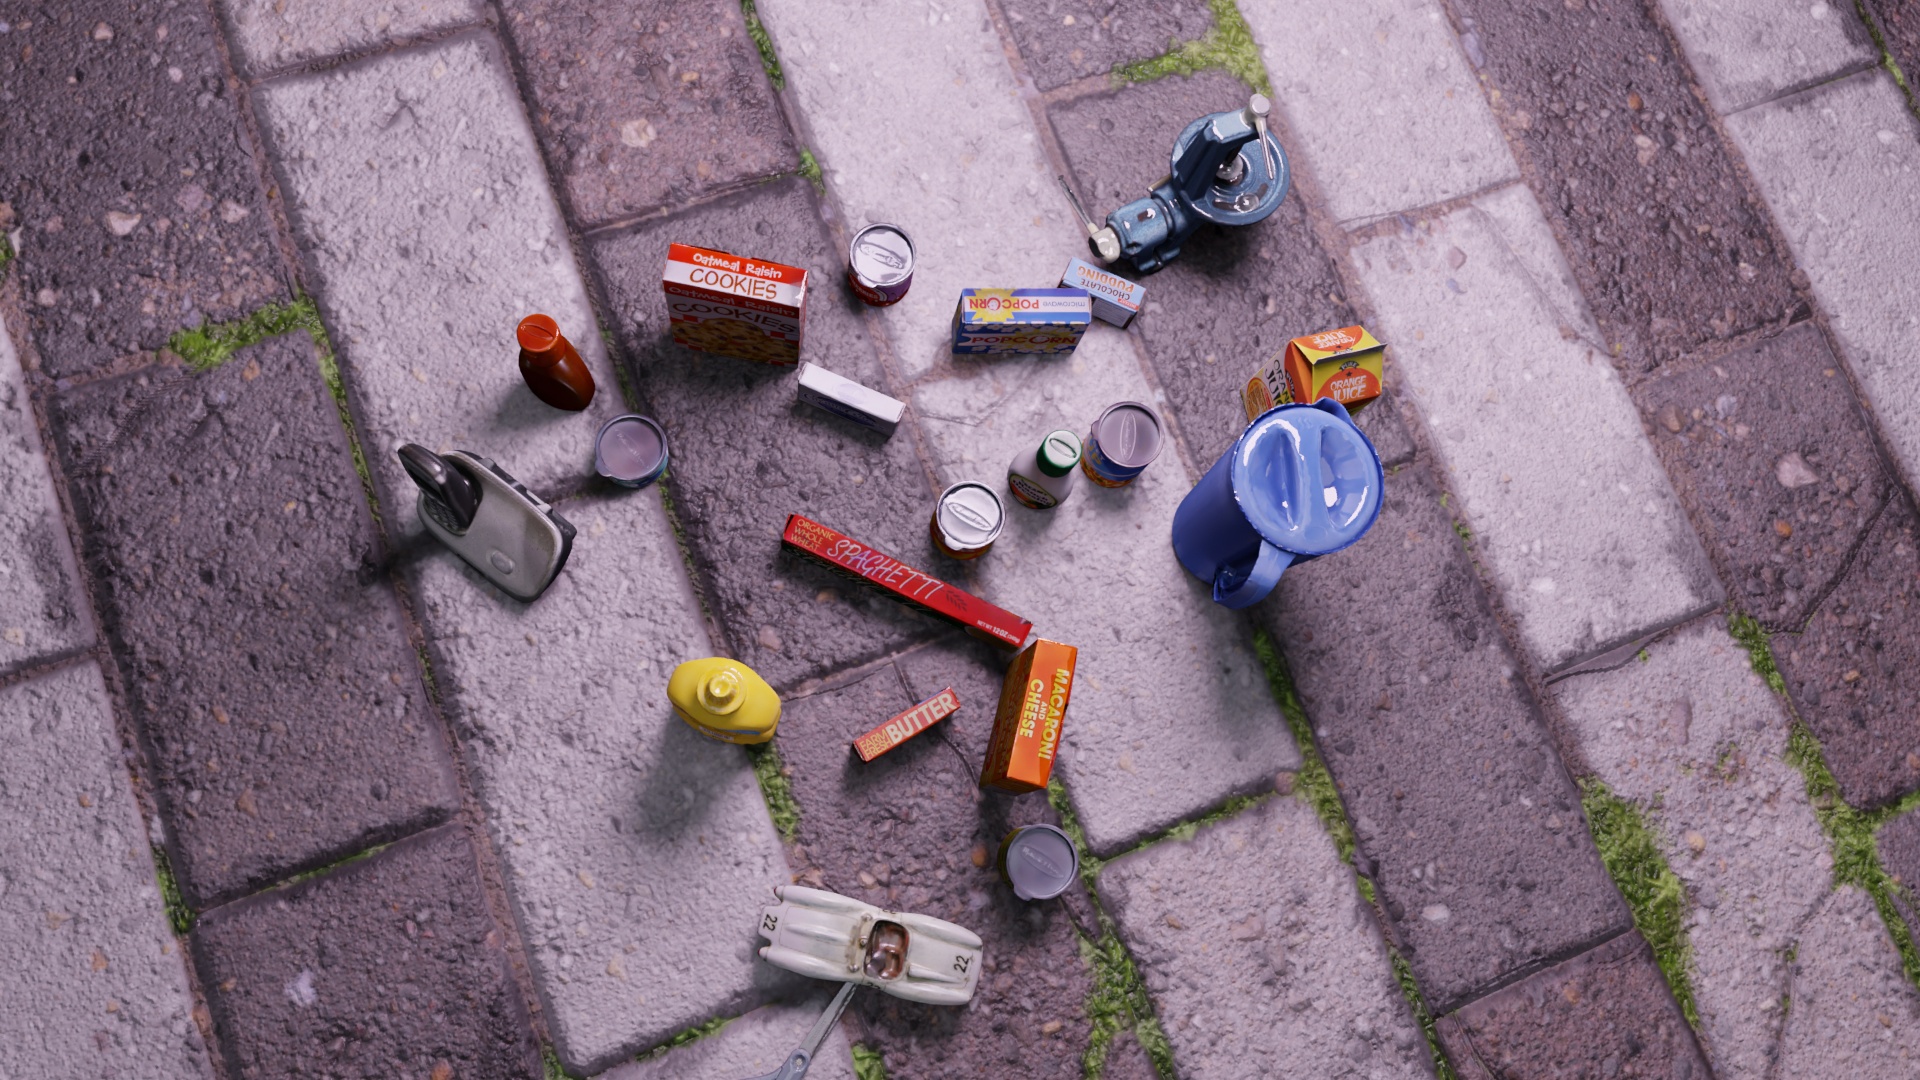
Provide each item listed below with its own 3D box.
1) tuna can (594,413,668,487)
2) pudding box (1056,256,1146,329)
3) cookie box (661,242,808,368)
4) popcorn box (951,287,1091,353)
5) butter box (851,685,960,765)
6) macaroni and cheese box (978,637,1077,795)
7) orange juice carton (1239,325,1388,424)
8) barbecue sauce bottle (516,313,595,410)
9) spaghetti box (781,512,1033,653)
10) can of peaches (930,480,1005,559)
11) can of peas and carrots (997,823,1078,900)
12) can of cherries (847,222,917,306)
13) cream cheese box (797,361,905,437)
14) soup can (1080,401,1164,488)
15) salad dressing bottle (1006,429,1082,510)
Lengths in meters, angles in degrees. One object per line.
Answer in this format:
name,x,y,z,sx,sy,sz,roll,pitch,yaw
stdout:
tuna can,-0.312,-0.083,1.313,0.071,0.032,0.071,2,77,-7
pudding box,0.140,-0.250,1.404,0.084,0.049,0.030,23,76,-2
cookie box,-0.206,-0.215,1.289,0.123,0.167,0.040,10,77,-5
popcorn box,0.058,-0.215,1.367,0.127,0.085,0.038,-1,78,-8
butter box,-0.051,0.171,1.280,0.104,0.053,0.024,-29,83,-13
macaroni and cheese box,0.060,0.160,1.238,0.040,0.166,0.124,15,76,-4
orange juice carton,0.340,-0.149,1.334,0.072,0.192,0.073,-12,80,-10
barbecue sauce bottle,-0.373,-0.162,1.264,0.065,0.148,0.044,22,76,-2
spaghetti box,-0.053,0.041,1.311,0.250,0.050,0.029,25,76,-2
can of peaches,0.005,-0.017,1.328,0.071,0.058,0.071,2,77,-7
can of peas and carrots,0.068,0.294,1.264,0.071,0.058,0.071,2,77,-7
can of cherries,-0.080,-0.270,1.375,0.071,0.058,0.071,2,77,-7
cream cheese box,-0.106,-0.135,1.343,0.104,0.053,0.024,23,76,-2
soup can,0.153,-0.093,1.352,0.071,0.083,0.071,2,77,-7
salad dressing bottle,0.081,-0.067,1.304,0.064,0.147,0.044,33,76,1
